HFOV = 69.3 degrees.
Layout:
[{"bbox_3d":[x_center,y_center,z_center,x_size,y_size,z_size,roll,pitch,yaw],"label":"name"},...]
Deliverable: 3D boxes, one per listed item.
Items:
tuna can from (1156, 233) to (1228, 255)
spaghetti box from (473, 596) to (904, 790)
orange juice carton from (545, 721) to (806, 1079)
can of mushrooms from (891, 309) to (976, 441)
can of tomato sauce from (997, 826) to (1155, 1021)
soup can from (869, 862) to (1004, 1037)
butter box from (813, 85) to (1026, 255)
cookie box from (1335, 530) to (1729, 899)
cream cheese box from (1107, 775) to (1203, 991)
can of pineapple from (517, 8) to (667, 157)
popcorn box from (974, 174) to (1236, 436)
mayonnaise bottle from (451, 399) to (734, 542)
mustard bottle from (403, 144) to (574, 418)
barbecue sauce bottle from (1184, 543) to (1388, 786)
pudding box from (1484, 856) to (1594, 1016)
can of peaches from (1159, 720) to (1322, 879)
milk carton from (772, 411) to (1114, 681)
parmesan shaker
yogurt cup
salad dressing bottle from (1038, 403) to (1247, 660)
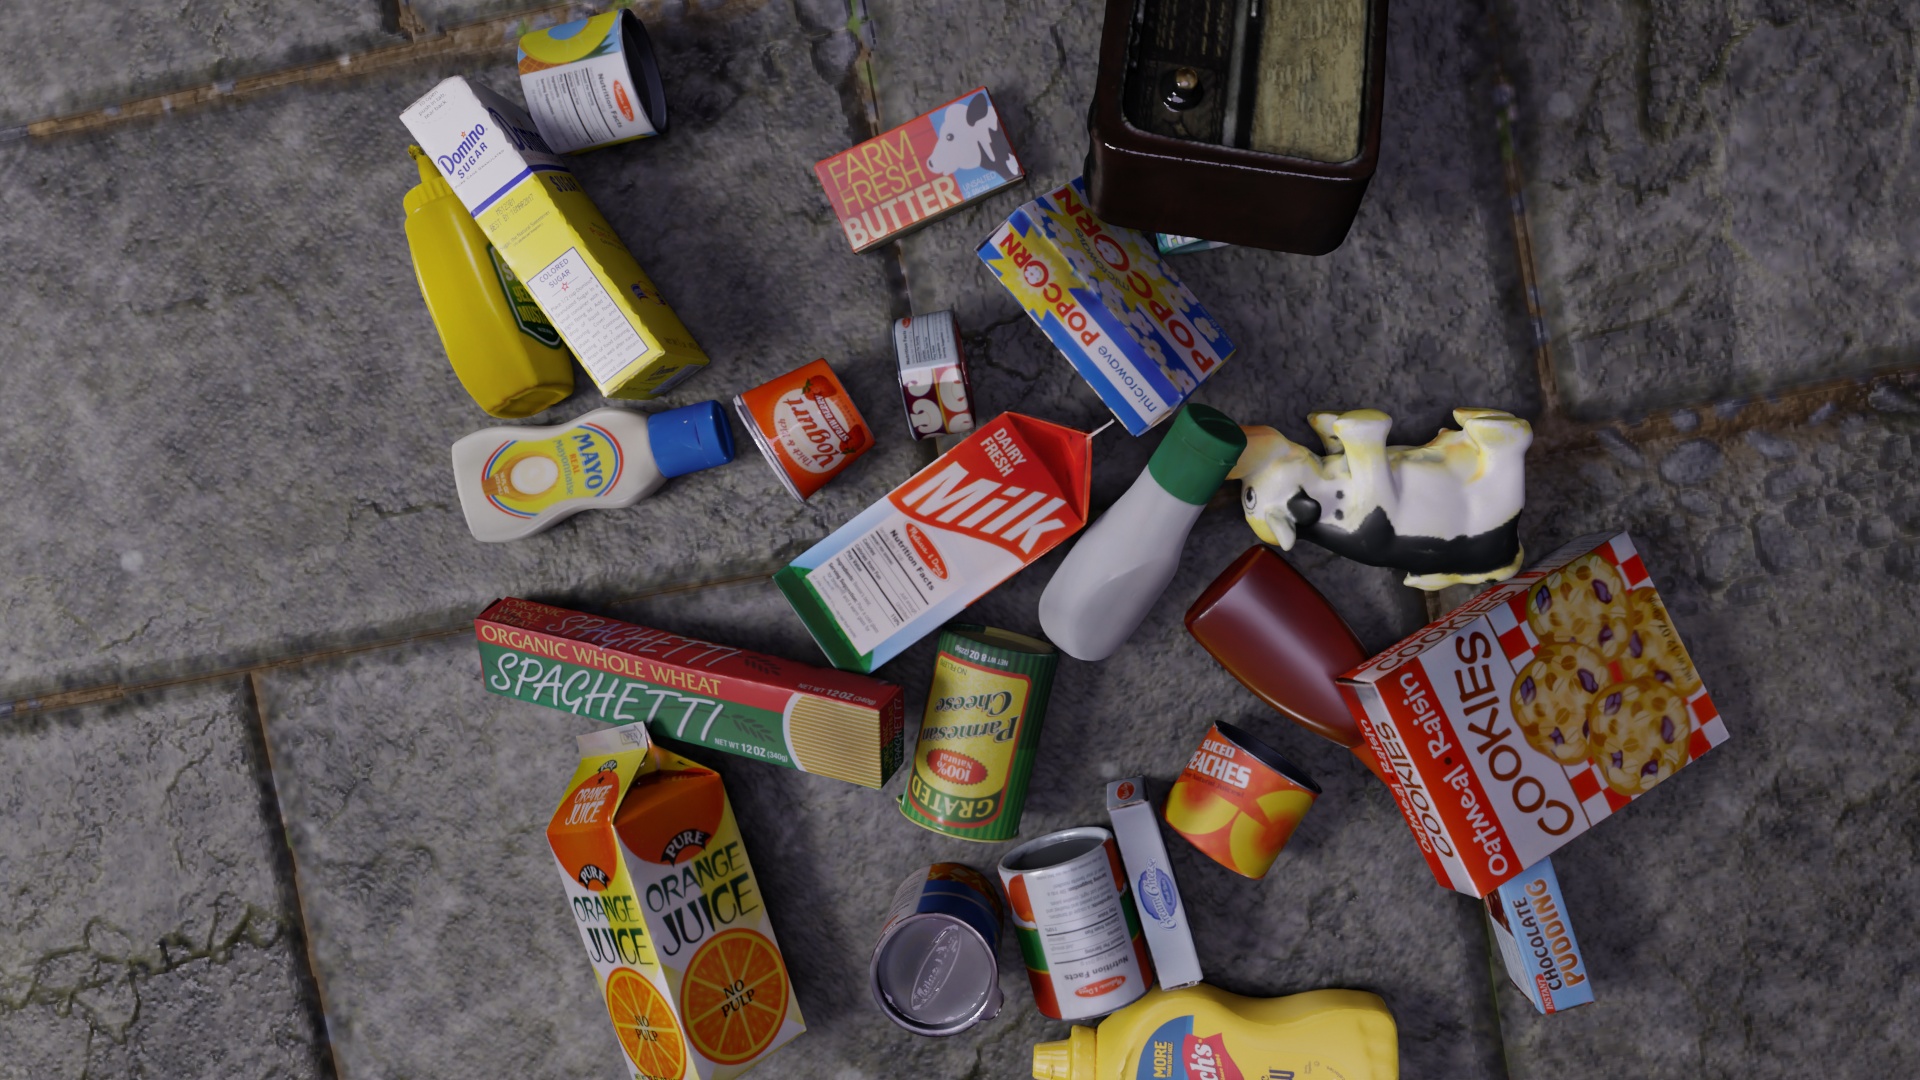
[{"bbox_3d":[0.131,-0.171,0.717,0.071,0.071,0.033,-12,94,5],"label":"tuna can"},{"bbox_3d":[-0.149,0.078,0.738,0.250,0.029,0.050,10,117,19],"label":"spaghetti box"},{"bbox_3d":[-0.160,0.192,0.751,0.071,0.073,0.192,-16,93,45],"label":"orange juice carton"},{"bbox_3d":[-0.013,-0.086,0.738,0.033,0.071,0.071,-11,93,4],"label":"can of mushrooms"},{"bbox_3d":[0.062,0.206,0.753,0.071,0.071,0.083,-16,93,5],"label":"can of tomato sauce"},{"bbox_3d":[-0.008,0.219,0.748,0.071,0.084,0.071,0,95,4],"label":"soup can"},{"bbox_3d":[-0.022,-0.198,0.750,0.103,0.024,0.053,-23,93,6],"label":"butter box"},{"bbox_3d":[0.294,0.087,0.716,0.168,0.040,0.123,-28,92,-13],"label":"cookie box"},{"bbox_3d":[0.105,0.184,0.753,0.024,0.053,0.103,-17,93,8],"label":"cream cheese box"},{"bbox_3d":[-0.195,-0.244,0.741,0.058,0.071,0.071,-12,93,5],"label":"can of pineapple"},{"bbox_3d":[0.077,-0.123,0.715,0.126,0.085,0.038,49,129,0],"label":"popcorn box"},{"bbox_3d":[-0.201,-0.044,0.766,0.148,0.041,0.064,-13,91,6],"label":"mayonnaise bottle"},{"bbox_3d":[-0.264,-0.146,0.753,0.049,0.065,0.160,-25,88,10],"label":"mustard bottle"},{"bbox_3d":[0.193,0.073,0.744,0.148,0.044,0.065,43,96,0],"label":"barbecue sauce bottle"},{"bbox_3d":[0.304,0.203,0.741,0.030,0.050,0.083,-19,93,4],"label":"pudding box"},{"bbox_3d":[0.147,0.137,0.739,0.071,0.071,0.058,32,97,1],"label":"can of peaches"},{"bbox_3d":[0.003,-0.009,0.738,0.190,0.072,0.073,-35,91,7],"label":"milk carton"},{"bbox_3d":[0.008,0.101,0.749,0.071,0.071,0.103,13,95,3],"label":"parmesan shaker"},{"bbox_3d":[-0.082,-0.062,0.745,0.054,0.072,0.072,-32,91,-2],"label":"yogurt cup"},{"bbox_3d":[0.094,-0.003,0.716,0.044,0.064,0.147,55,128,34],"label":"salad dressing bottle"}]
